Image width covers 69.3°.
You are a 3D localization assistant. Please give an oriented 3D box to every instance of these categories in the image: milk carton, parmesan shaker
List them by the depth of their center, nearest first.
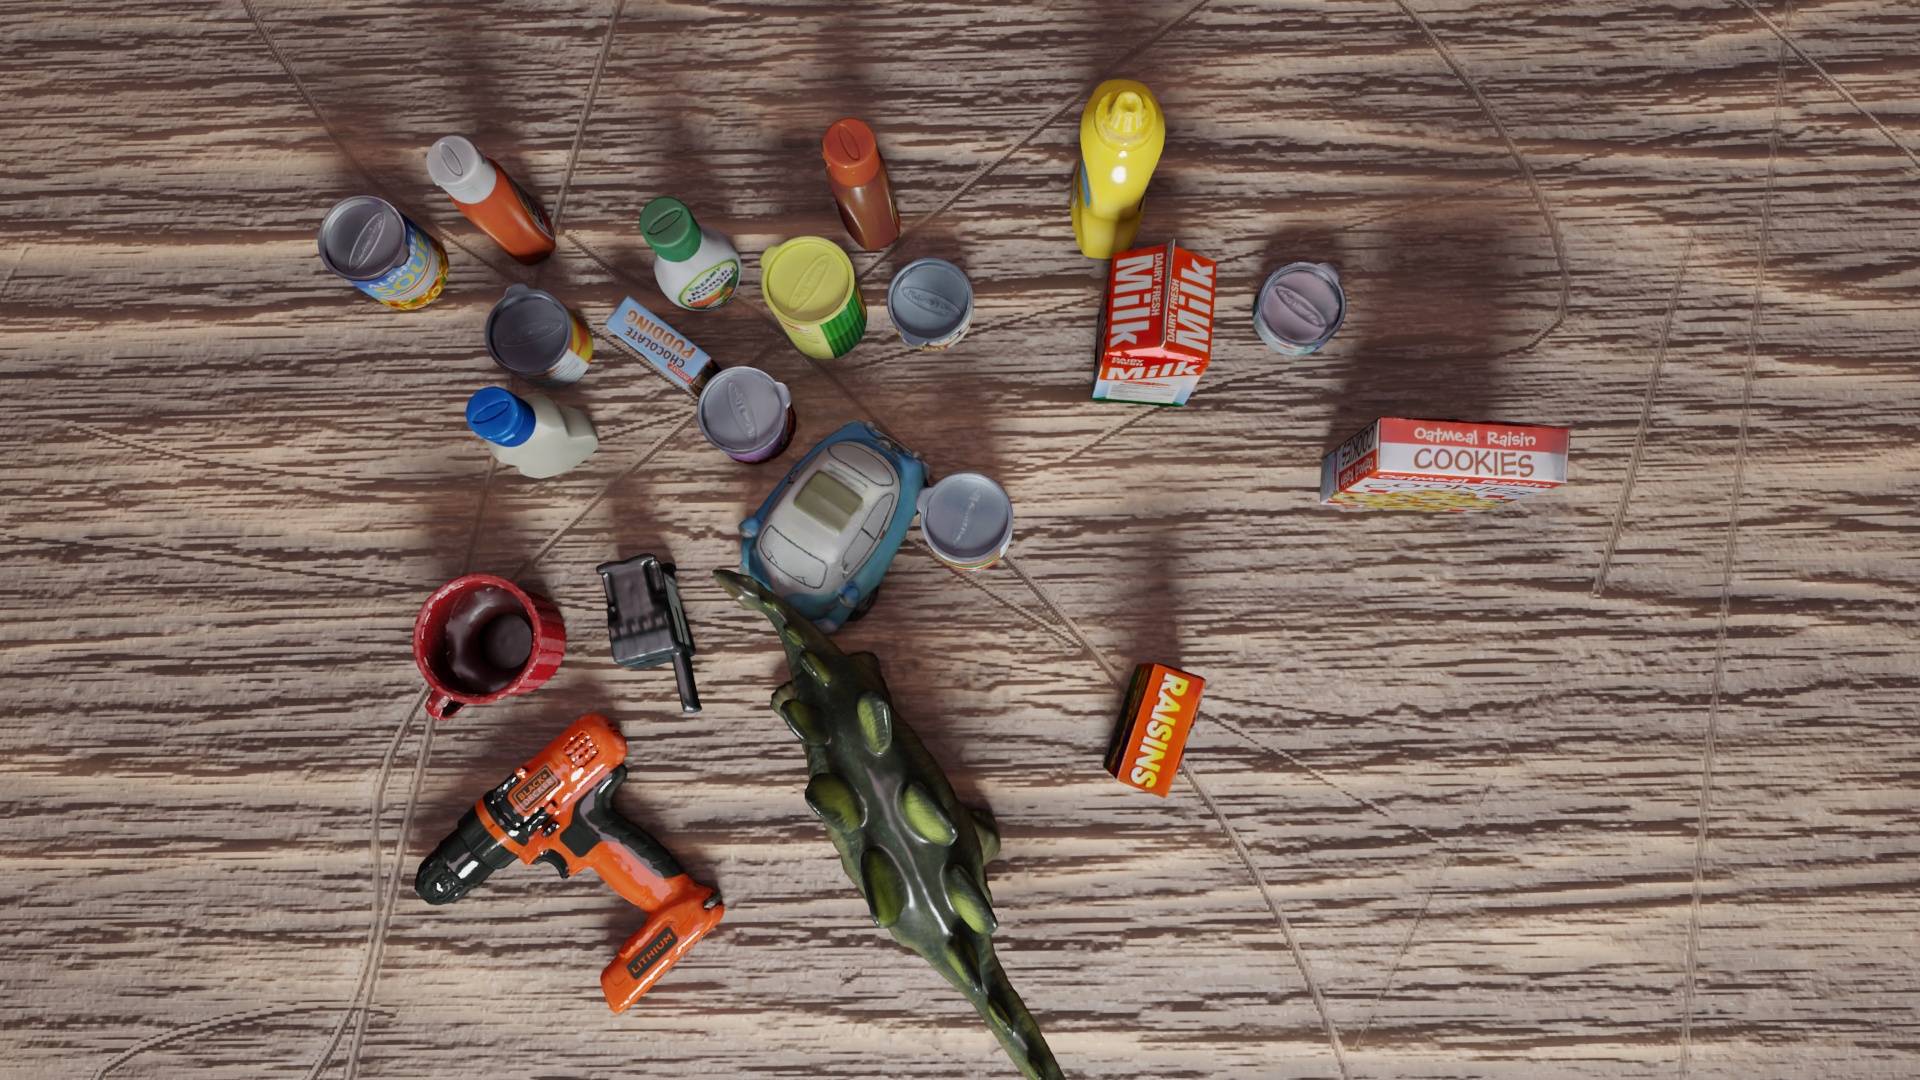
[{"bbox_3d":[0.136,-0.150,0.980,0.073,0.190,0.072,5,84,2],"label":"milk carton"},{"bbox_3d":[-0.109,-0.181,1.036,0.071,0.103,0.071,0,84,2],"label":"parmesan shaker"}]

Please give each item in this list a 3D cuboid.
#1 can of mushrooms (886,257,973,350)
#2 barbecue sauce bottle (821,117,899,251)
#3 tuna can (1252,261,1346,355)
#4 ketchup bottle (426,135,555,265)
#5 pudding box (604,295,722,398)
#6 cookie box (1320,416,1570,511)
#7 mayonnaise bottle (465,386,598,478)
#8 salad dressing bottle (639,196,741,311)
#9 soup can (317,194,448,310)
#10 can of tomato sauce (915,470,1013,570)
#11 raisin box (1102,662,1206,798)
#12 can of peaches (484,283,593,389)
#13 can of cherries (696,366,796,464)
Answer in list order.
[{"bbox_3d":[-0.024,-0.179,1.068,0.071,0.033,0.071,0,84,2],"label":"can of mushrooms"},{"bbox_3d":[-0.074,-0.264,1.021,0.044,0.148,0.065,-24,84,-1],"label":"barbecue sauce bottle"},{"bbox_3d":[0.259,-0.178,1.059,0.071,0.033,0.071,0,84,2],"label":"tuna can"},{"bbox_3d":[-0.348,-0.254,1.028,0.043,0.148,0.065,-33,84,-2],"label":"ketchup bottle"},{"bbox_3d":[-0.227,-0.147,1.062,0.084,0.049,0.030,37,86,5],"label":"pudding box"},{"bbox_3d":[0.333,-0.052,0.975,0.123,0.167,0.040,3,84,2],"label":"cookie box"},{"bbox_3d":[-0.313,-0.080,1.008,0.065,0.148,0.041,-28,84,-1],"label":"mayonnaise bottle"},{"bbox_3d":[-0.200,-0.210,1.019,0.064,0.147,0.044,-35,84,-2],"label":"salad dressing bottle"},{"bbox_3d":[-0.436,-0.216,1.060,0.071,0.083,0.071,0,84,2],"label":"soup can"},{"bbox_3d":[0.004,-0.013,1.023,0.071,0.083,0.071,0,84,2],"label":"can of tomato sauce"},{"bbox_3d":[0.135,0.132,0.982,0.040,0.123,0.086,20,85,4],"label":"raisin box"},{"bbox_3d":[-0.321,-0.155,1.062,0.071,0.058,0.071,0,84,2],"label":"can of peaches"},{"bbox_3d":[-0.158,-0.094,1.049,0.071,0.058,0.071,0,84,2],"label":"can of cherries"}]
